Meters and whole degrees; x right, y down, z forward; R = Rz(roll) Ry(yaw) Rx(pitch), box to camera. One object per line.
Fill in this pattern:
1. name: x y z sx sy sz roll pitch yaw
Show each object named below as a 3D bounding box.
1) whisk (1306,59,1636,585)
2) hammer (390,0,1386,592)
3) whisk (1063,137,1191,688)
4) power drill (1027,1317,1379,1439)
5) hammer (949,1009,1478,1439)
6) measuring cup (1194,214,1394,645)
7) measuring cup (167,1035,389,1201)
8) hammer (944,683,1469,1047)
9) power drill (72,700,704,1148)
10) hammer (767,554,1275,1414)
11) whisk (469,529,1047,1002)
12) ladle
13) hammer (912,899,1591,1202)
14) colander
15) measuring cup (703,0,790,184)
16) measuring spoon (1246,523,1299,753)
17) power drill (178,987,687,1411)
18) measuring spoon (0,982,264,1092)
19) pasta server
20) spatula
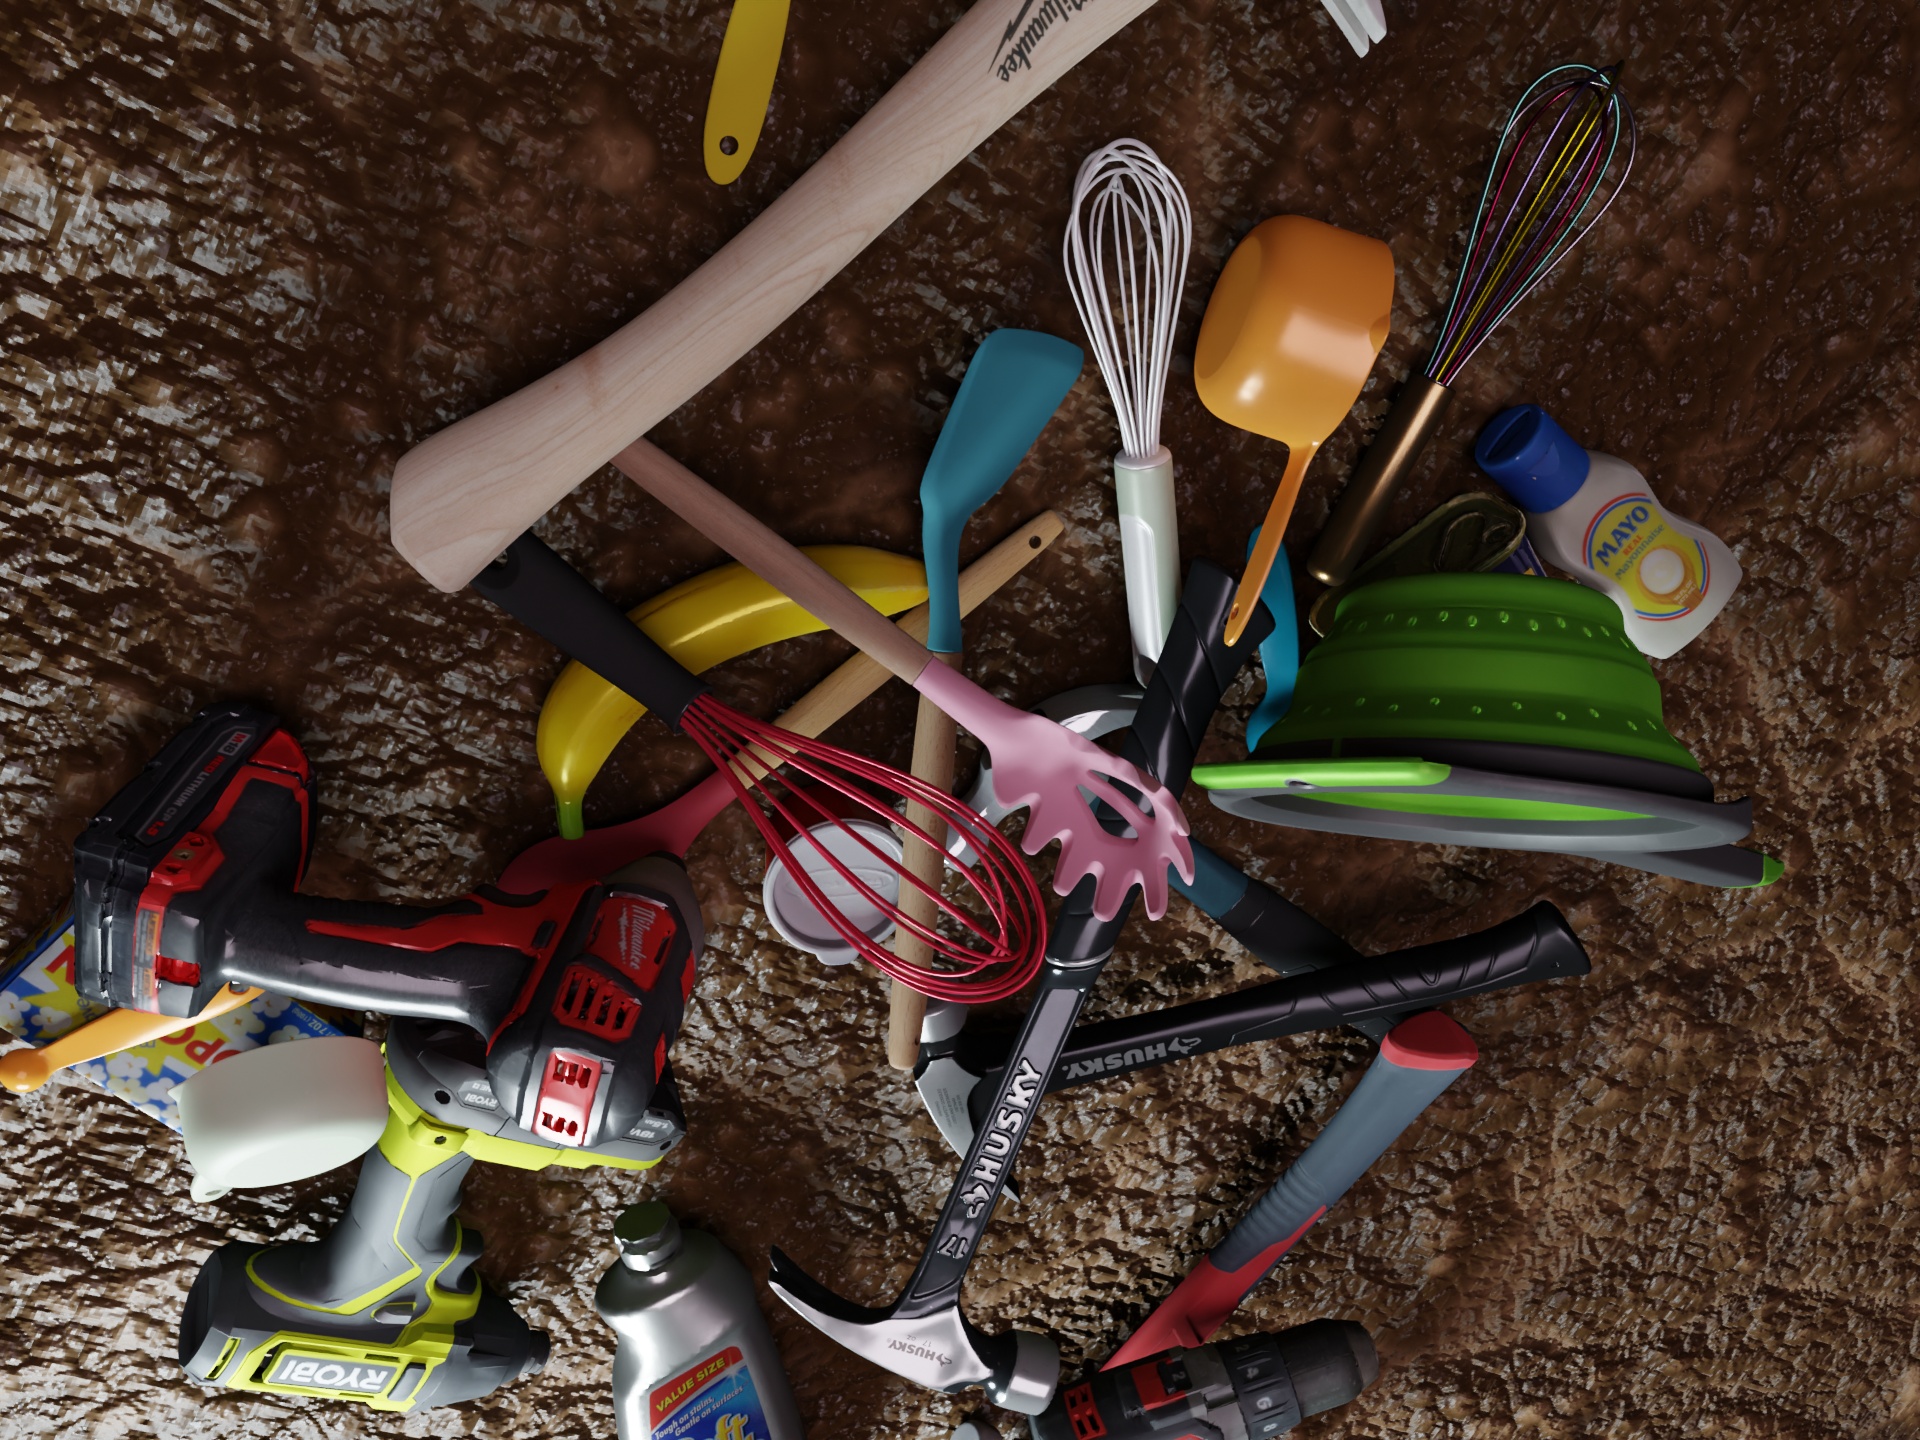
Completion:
1. whisk: 0.216 -0.168 0.690 0.051 0.047 0.245 18 112 -23
2. hammer: -0.040 -0.182 0.587 0.410 0.038 0.146 -40 96 4
3. whisk: 0.076 -0.119 0.674 0.059 0.058 0.246 -32 127 -33
4. power drill: 0.146 0.427 0.879 0.188 0.080 0.226 -17 120 -4
5. hammer: 0.156 0.313 0.878 0.143 0.038 0.386 28 110 -25
6. measuring cup: 0.118 -0.119 0.647 0.052 0.095 0.173 18 94 -12
7. measuring cup: -0.287 0.180 0.652 0.083 0.038 0.167 1 146 -40
8. hammer: 0.142 0.095 0.796 0.330 0.033 0.128 36 102 -26
9. power drill: -0.210 0.076 0.623 0.219 0.143 0.078 18 122 -4
10. hammer: 0.041 0.120 0.720 0.149 0.036 0.409 20 100 -9
11. whisk: -0.088 0.007 0.619 0.296 0.073 0.073 37 103 7
12. ladle: -0.080 0.010 0.704 0.315 0.031 0.069 -39 113 3
13. hammer: 0.145 0.150 0.786 0.335 0.035 0.146 -13 125 1
14. colander: 0.266 0.010 0.693 0.396 0.204 0.094 13 79 -41
15. measuring cup: -0.067 -0.271 0.575 0.062 0.029 0.156 11 111 -19
16. measuring spoon: 0.147 -0.028 0.740 0.042 0.021 0.128 -4 115 20
17. power drill: -0.230 0.226 0.735 0.171 0.080 0.223 24 110 -34
18. measuring spoon: -0.338 0.126 0.652 0.117 0.011 0.021 -22 118 -4
19. pasta server: -0.039 -0.033 0.621 0.316 0.040 0.060 37 119 -1
20. spatula: -0.001 -0.002 0.669 0.082 0.044 0.317 -9 108 -59
